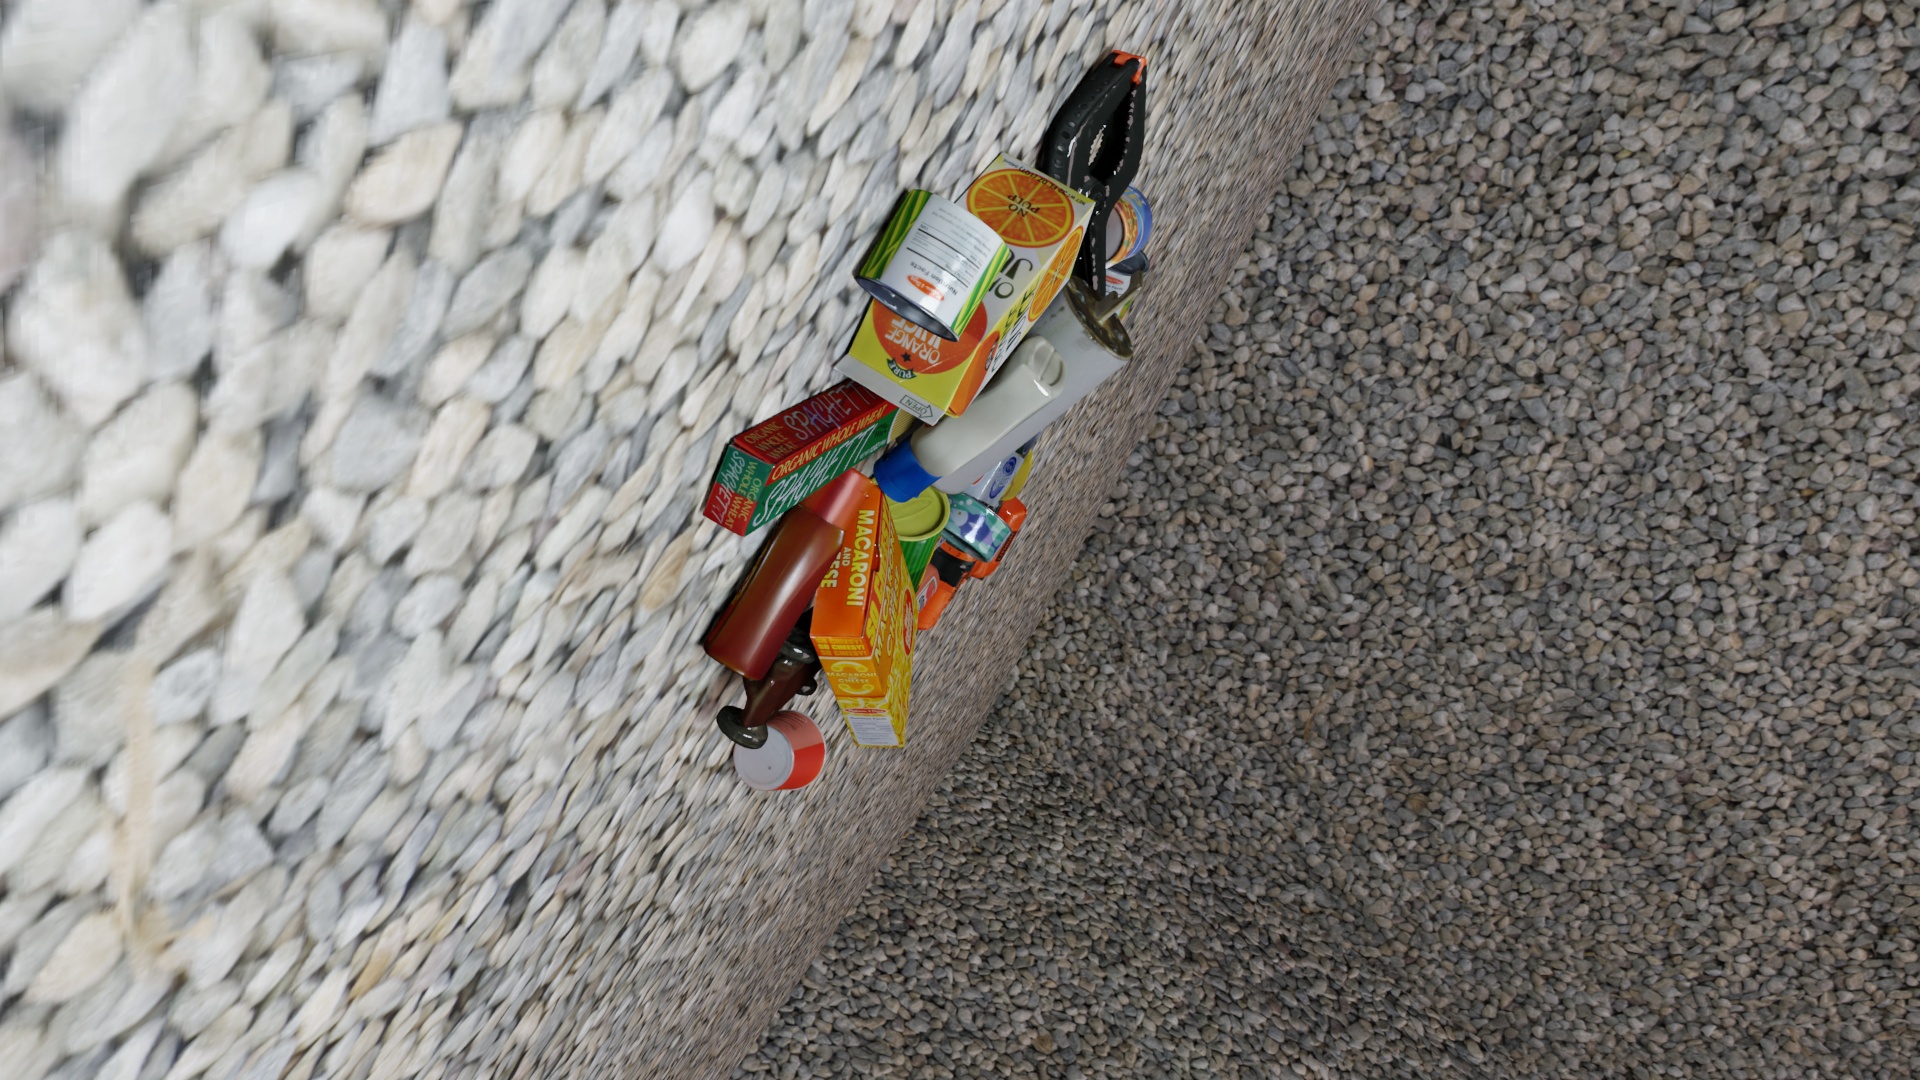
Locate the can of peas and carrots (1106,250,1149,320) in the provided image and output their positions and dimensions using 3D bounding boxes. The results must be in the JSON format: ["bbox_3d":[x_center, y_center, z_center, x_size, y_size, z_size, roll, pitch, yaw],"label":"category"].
[{"bbox_3d":[0.138,-0.250,1.315,0.071,0.071,0.058,-50,168,-47],"label":"can of peas and carrots"}]

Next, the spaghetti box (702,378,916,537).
[{"bbox_3d":[-0.077,-0.065,0.838,0.050,0.029,0.251,-63,171,26],"label":"spaghetti box"}]

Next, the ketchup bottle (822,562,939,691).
[{"bbox_3d":[-0.077,0.083,1.327,0.149,0.043,0.064,-54,171,-28],"label":"ketchup bottle"}]

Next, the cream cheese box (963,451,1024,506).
[{"bbox_3d":[0.026,-0.059,1.201,0.053,0.024,0.104,-58,171,3],"label":"cream cheese box"}]

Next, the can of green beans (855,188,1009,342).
[{"bbox_3d":[-0.015,-0.151,0.762,0.058,0.071,0.071,-59,172,-2],"label":"can of green beans"}]

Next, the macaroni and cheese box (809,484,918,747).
[{"bbox_3d":[-0.065,0.057,0.994,0.165,0.040,0.124,78,14,-55],"label":"macaroni and cheese box"}]

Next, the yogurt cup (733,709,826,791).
[{"bbox_3d":[-0.152,0.176,1.151,0.072,0.072,0.054,-60,164,8],"label":"yogurt cup"}]

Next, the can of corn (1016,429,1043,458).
[{"bbox_3d":[0.049,-0.119,1.284,0.071,0.058,0.071,-57,172,-13],"label":"can of corn"}]

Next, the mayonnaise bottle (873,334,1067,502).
[{"bbox_3d":[0.004,-0.077,0.929,0.147,0.041,0.065,-35,-165,29],"label":"mayonnaise bottle"}]

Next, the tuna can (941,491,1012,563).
[{"bbox_3d":[0.004,-0.014,1.113,0.033,0.071,0.071,-55,171,-8],"label":"tuna can"}]

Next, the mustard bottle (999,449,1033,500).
[{"bbox_3d":[0.042,-0.080,1.378,0.048,0.065,0.161,-66,174,17],"label":"mustard bottle"}]

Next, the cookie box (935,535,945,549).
[{"bbox_3d":[-0.022,-0.042,1.211,0.168,0.040,0.122,-45,163,-56],"label":"cookie box"}]

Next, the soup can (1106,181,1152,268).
[{"bbox_3d":[0.118,-0.263,1.153,0.071,0.071,0.084,-63,171,26],"label":"soup can"}]

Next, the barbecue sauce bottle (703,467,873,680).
[{"bbox_3d":[-0.108,0.017,0.894,0.148,0.044,0.065,-59,179,-3],"label":"barbecue sauce bottle"}]

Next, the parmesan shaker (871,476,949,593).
[{"bbox_3d":[-0.053,-0.003,1.084,0.072,0.071,0.102,-53,172,-35],"label":"parmesan shaker"}]

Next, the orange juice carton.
[{"bbox_3d":[0.003,-0.148,0.856,0.194,0.072,0.072,-54,170,-33],"label":"orange juice carton"}]
